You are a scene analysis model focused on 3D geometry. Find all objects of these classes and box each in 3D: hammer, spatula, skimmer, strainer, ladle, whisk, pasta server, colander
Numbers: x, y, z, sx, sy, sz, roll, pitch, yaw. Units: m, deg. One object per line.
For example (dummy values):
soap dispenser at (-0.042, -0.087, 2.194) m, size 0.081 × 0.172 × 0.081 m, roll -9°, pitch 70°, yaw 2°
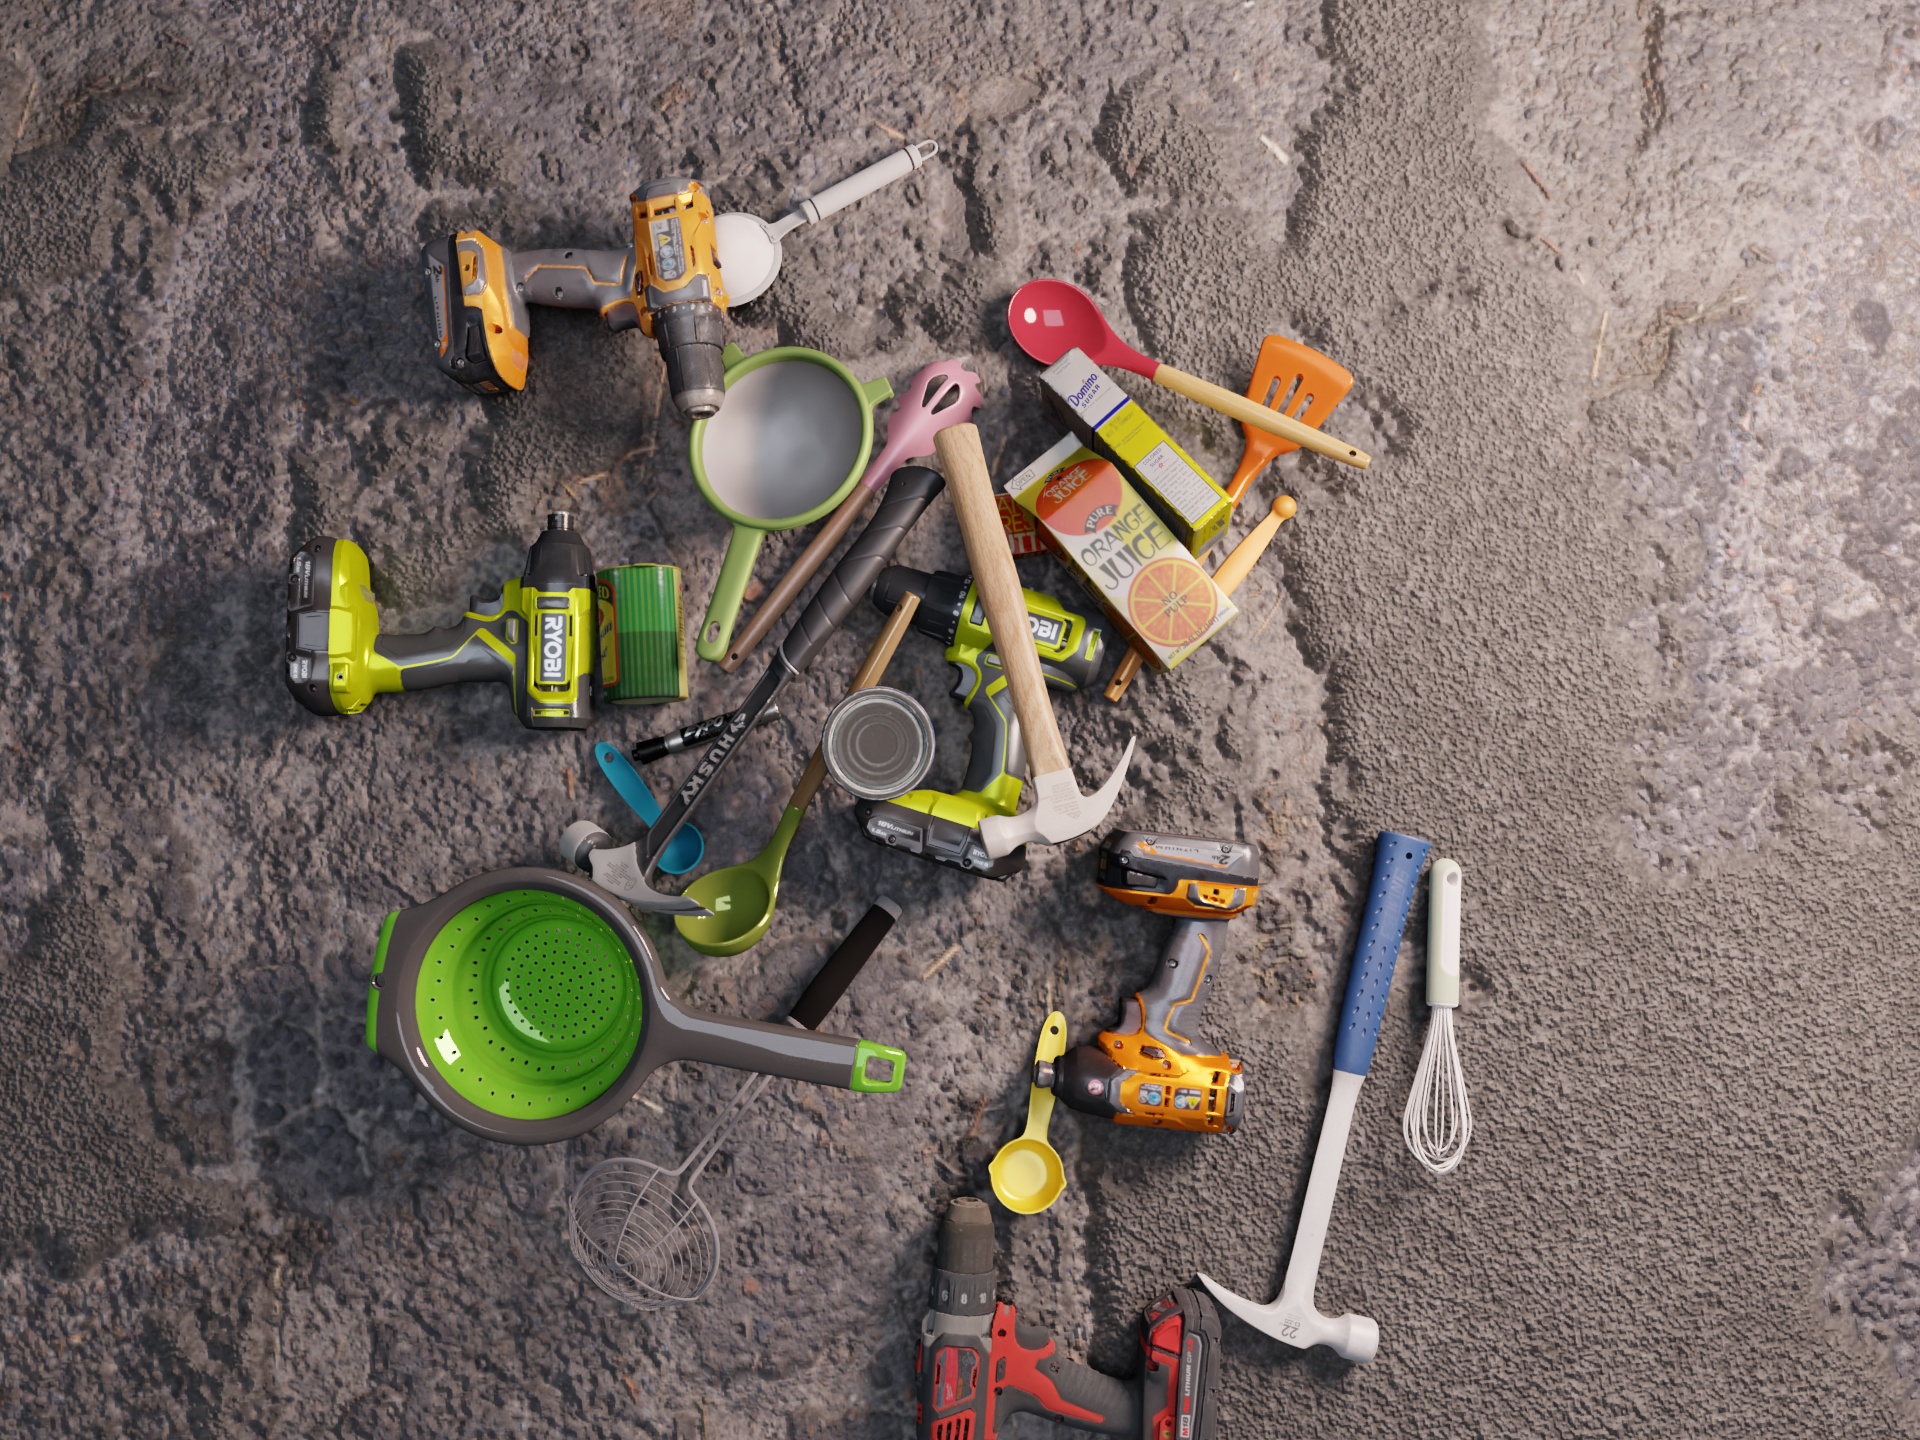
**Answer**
hammer at (-0.139, -0.030, 1.217) m, size 0.149 × 0.036 × 0.409 m, roll 28°, pitch 78°, yaw 38°
spatula at (0.202, -0.156, 1.283) m, size 0.081 × 0.041 × 0.322 m, roll 31°, pitch 86°, yaw 10°
skimmer at (-0.164, 0.290, 1.239) m, size 0.127 × 0.090 × 0.363 m, roll 36°, pitch 75°, yaw 5°
strainer at (-0.149, -0.163, 1.250) m, size 0.151 × 0.069 × 0.256 m, roll 16°, pitch 84°, yaw 17°
ladle at (-0.120, 0.040, 1.216) m, size 0.078 × 0.062 × 0.320 m, roll 35°, pitch 99°, yaw 38°
strainer at (-0.131, -0.412, 1.293) m, size 0.258 × 0.050 × 0.087 m, roll -31°, pitch 73°, yaw -8°
whisk at (0.380, 0.232, 1.256) m, size 0.057 × 0.059 × 0.246 m, roll 9°, pitch 80°, yaw -24°
pasta server at (-0.091, -0.165, 1.281) m, size 0.060 × 0.040 × 0.316 m, roll 38°, pitch 89°, yaw 1°
colander at (-0.235, 0.221, 1.198) m, size 0.397 × 0.094 × 0.204 m, roll 10°, pitch 92°, yaw 2°
ladle at (0.182, -0.271, 1.275) m, size 0.315 × 0.031 × 0.069 m, roll 26°, pitch 87°, yaw 10°
hammer at (0.040, -0.069, 1.204) m, size 0.130 × 0.031 × 0.331 m, roll -14°, pitch 80°, yaw -3°
hammer at (0.298, 0.286, 1.253) m, size 0.144 × 0.035 × 0.405 m, roll 15°, pitch 85°, yaw -1°

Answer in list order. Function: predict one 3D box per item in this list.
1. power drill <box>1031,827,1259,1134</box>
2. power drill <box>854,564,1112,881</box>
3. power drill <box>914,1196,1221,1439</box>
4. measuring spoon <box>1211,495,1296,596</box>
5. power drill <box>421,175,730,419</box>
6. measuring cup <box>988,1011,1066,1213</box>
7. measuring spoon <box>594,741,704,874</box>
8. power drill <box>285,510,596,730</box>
power drill at (0.145, 0.200, 1.231) m, size 0.164 × 0.084 × 0.226 m, roll 6°, pitch 89°, yaw -5°
power drill at (-0.002, -0.004, 1.246) m, size 0.190 × 0.080 × 0.228 m, roll 17°, pitch 83°, yaw 4°
power drill at (0.080, 0.467, 1.212) m, size 0.226 × 0.080 × 0.188 m, roll 4°, pitch 85°, yaw 1°
measuring spoon at (0.235, -0.137, 1.296) m, size 0.021 × 0.011 × 0.117 m, roll 39°, pitch 85°, yaw 1°
power drill at (-0.291, -0.311, 1.240) m, size 0.226 × 0.084 × 0.185 m, roll -10°, pitch 83°, yaw 6°
measuring cup at (0.060, 0.308, 1.253) m, size 0.062 × 0.029 × 0.157 m, roll 13°, pitch 73°, yaw -4°
measuring spoon at (-0.248, 0.068, 1.263) m, size 0.042 × 0.021 × 0.129 m, roll -39°, pitch 79°, yaw -4°
power drill at (-0.397, -0.079, 1.238) m, size 0.223 × 0.080 × 0.171 m, roll 0°, pitch 85°, yaw -6°
